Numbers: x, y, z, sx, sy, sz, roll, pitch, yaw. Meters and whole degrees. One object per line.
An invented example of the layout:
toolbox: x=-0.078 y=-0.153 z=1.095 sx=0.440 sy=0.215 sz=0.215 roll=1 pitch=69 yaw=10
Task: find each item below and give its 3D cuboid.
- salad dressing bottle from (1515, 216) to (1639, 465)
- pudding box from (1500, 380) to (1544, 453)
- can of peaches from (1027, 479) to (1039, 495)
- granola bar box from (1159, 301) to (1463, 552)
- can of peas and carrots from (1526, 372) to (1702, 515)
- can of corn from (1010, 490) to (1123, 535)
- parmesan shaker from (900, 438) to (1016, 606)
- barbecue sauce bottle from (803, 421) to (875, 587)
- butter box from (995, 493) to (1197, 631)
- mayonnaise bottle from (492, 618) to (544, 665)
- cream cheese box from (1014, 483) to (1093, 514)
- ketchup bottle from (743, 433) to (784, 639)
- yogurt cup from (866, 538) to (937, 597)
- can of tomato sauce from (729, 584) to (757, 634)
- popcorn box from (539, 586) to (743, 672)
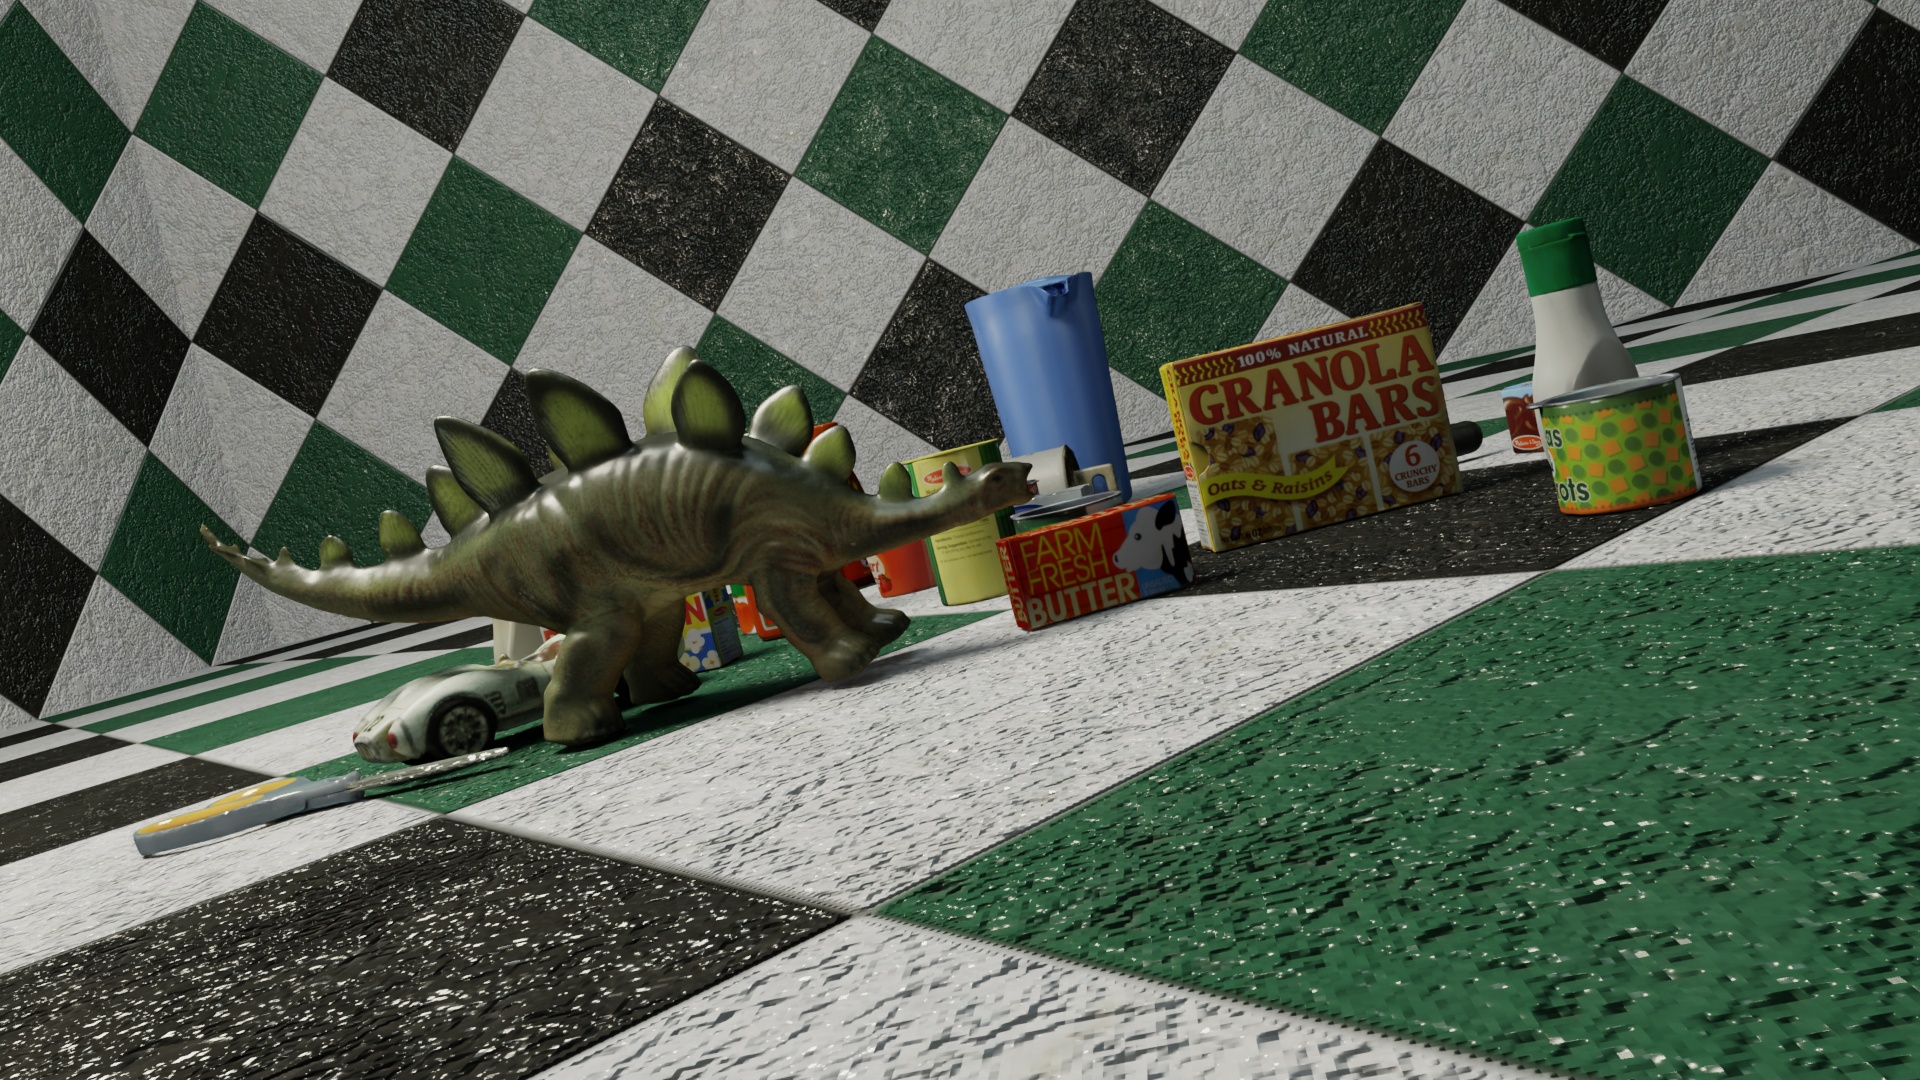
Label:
salad dressing bottle: x=0.352 y=-0.108 z=0.792 sx=0.064 sy=0.147 sz=0.044 roll=-16 pitch=4 yaw=-21
pudding box: x=0.421 y=-0.089 z=0.977 sx=0.030 sy=0.049 sz=0.083 roll=-15 pitch=4 yaw=-14
can of peaches: x=0.042 y=-0.017 z=1.185 sx=0.071 sy=0.058 sz=0.071 roll=-14 pitch=4 yaw=1
granola bar box: x=0.224 y=-0.072 z=0.885 sx=0.166 sy=0.124 sz=0.039 roll=-14 pitch=4 yaw=-1
can of peas and carrots: x=0.325 y=-0.047 z=0.692 sx=0.071 sy=0.058 sz=0.071 roll=-14 pitch=4 yaw=1
can of corn: x=0.067 y=0.007 z=0.815 sx=0.071 sy=0.058 sz=0.071 roll=-14 pitch=4 yaw=1
parmesan shaker: x=0.003 y=-0.012 z=0.956 sx=0.071 sy=0.103 sz=0.071 roll=-14 pitch=4 yaw=1
barbecue sauce bottle: x=-0.111 y=-0.031 z=1.249 sx=0.043 sy=0.148 sz=0.065 roll=-10 pitch=6 yaw=45
butter box: x=0.075 y=0.011 z=0.767 sx=0.104 sy=0.053 sz=0.024 roll=-15 pitch=4 yaw=-13
mayonnaise bottle: x=-0.343 y=0.040 z=1.084 sx=0.041 sy=0.148 sz=0.065 roll=-10 pitch=6 yaw=45
cream cheese box: x=0.055 y=-0.007 z=1.047 sx=0.103 sy=0.053 sz=0.024 roll=-12 pitch=5 yaw=29
ketchup bottle: x=-0.134 y=-0.006 z=1.009 sx=0.065 sy=0.148 sz=0.043 roll=-14 pitch=4 yaw=-3
yogurt cup: x=-0.043 y=0.013 z=1.105 sx=0.072 sy=0.054 sz=0.072 roll=-14 pitch=4 yaw=1
can of tomato sauce: x=-0.151 y=0.026 z=1.088 sx=0.071 sy=0.083 sz=0.071 roll=-14 pitch=4 yaw=1
popcorn box: x=-0.221 y=0.054 z=0.942 sx=0.126 sy=0.085 sz=0.038 roll=-13 pitch=4 yaw=14
